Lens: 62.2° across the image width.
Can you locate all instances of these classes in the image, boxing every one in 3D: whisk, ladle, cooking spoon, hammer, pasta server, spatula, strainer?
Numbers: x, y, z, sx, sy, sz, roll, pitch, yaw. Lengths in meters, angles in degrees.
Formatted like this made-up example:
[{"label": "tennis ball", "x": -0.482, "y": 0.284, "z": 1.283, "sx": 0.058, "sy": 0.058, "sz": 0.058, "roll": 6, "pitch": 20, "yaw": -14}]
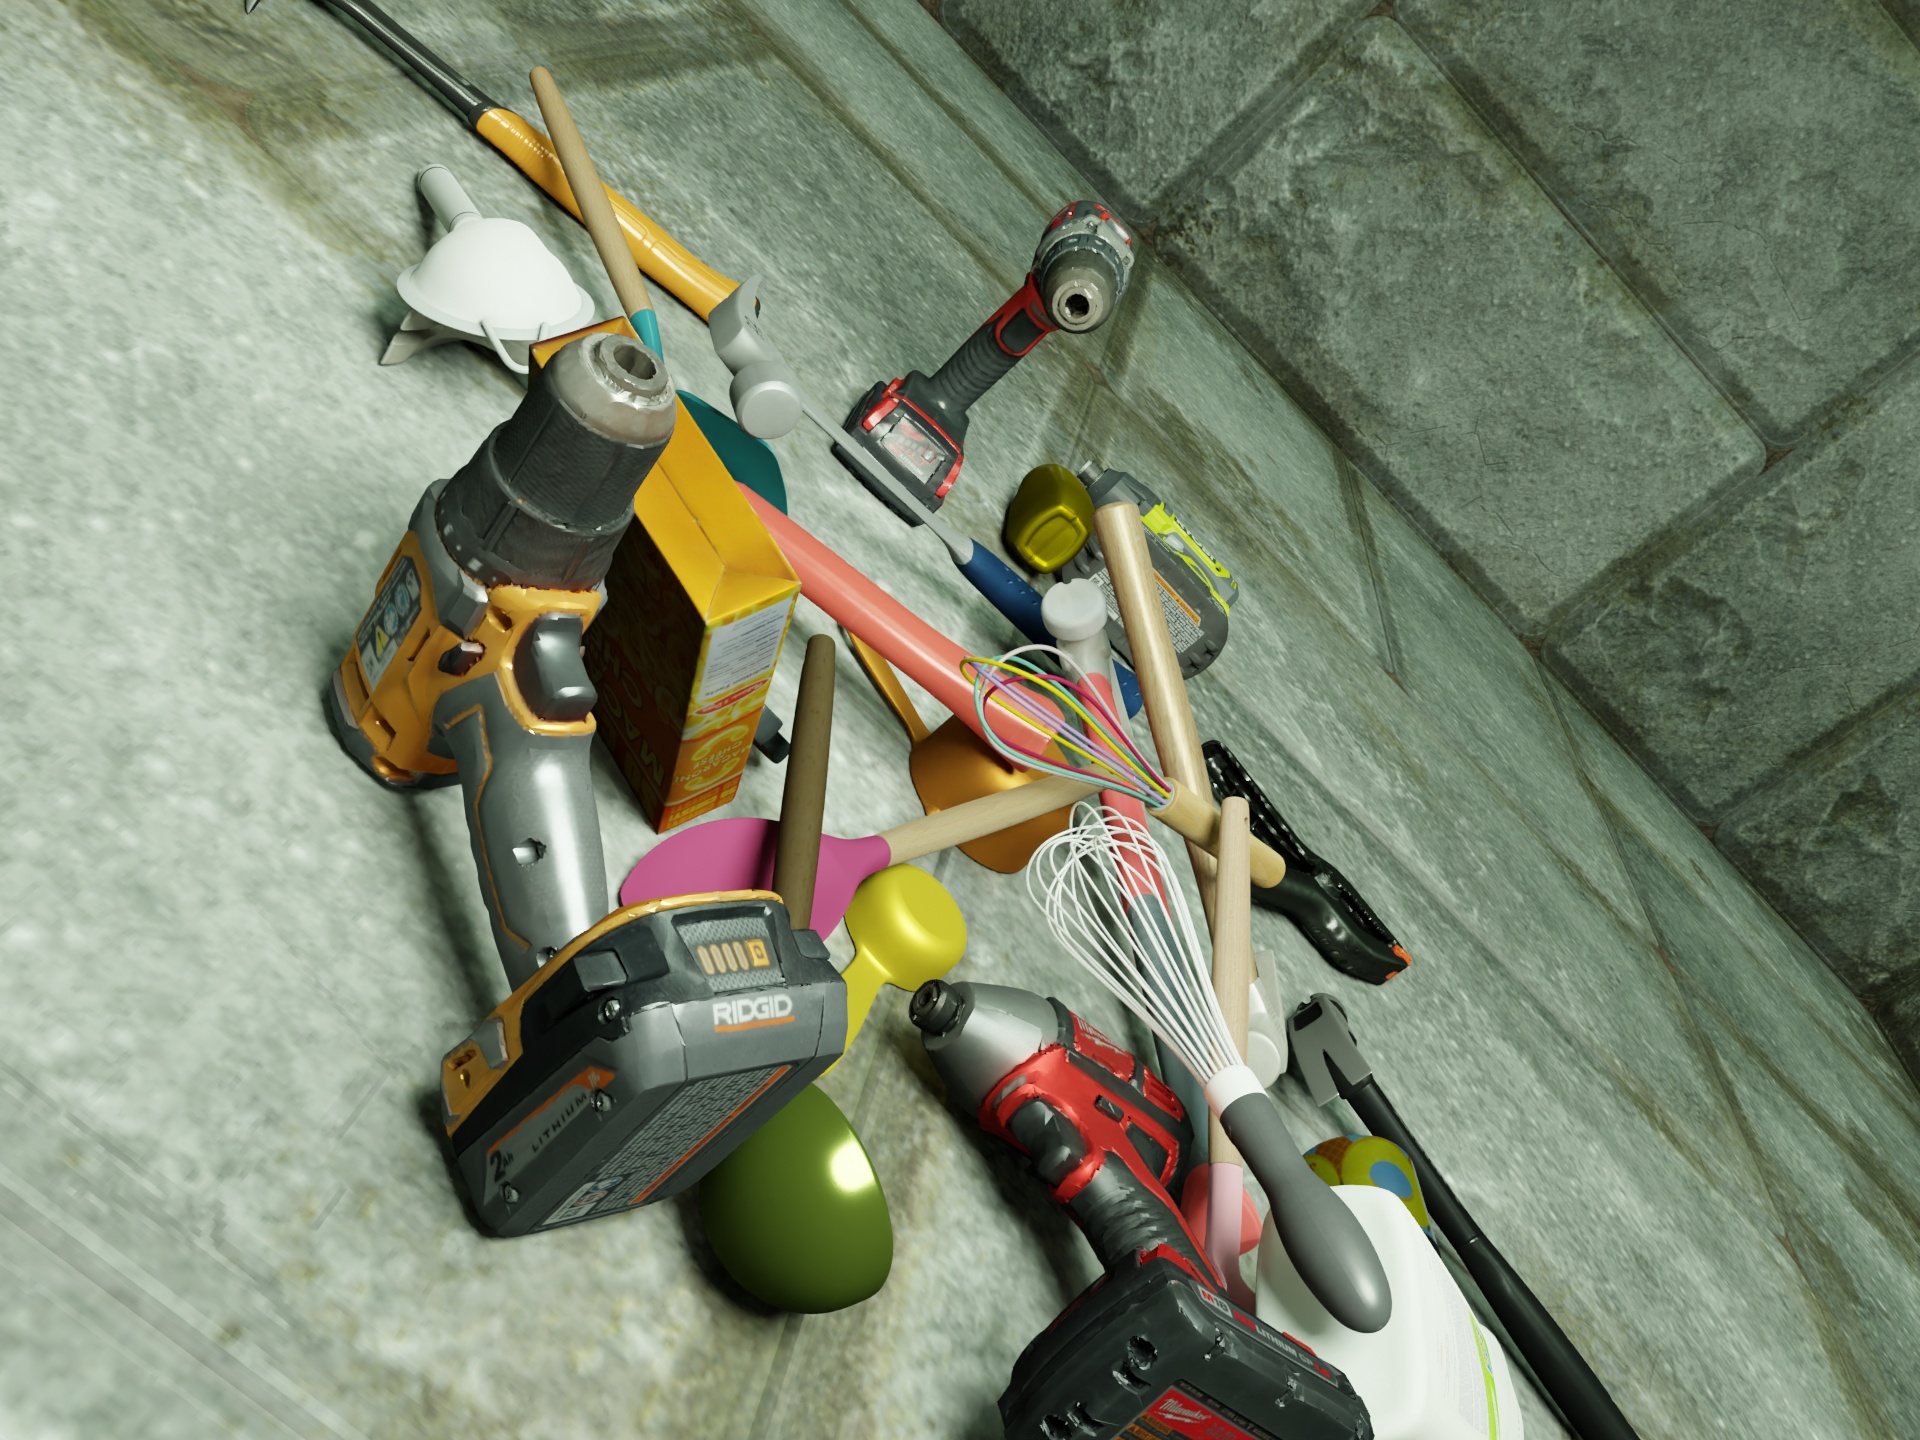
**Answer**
[{"label": "whisk", "x": 0.087, "y": 0.029, "z": 0.777, "sx": 0.244, "sy": 0.047, "sz": 0.051, "roll": 34, "pitch": 43, "yaw": -36}, {"label": "ladle", "x": -0.052, "y": 0.071, "z": 0.606, "sx": 0.062, "sy": 0.078, "sz": 0.320, "roll": 12, "pitch": 39, "yaw": -10}, {"label": "cooking spoon", "x": -0.019, "y": 0.053, "z": 0.710, "sx": 0.319, "sy": 0.017, "sz": 0.069, "roll": -15, "pitch": 64, "yaw": -49}, {"label": "hammer", "x": -0.007, "y": -0.113, "z": 0.958, "sx": 0.405, "sy": 0.035, "sz": 0.144, "roll": 39, "pitch": 20, "yaw": -43}, {"label": "hammer", "x": -0.102, "y": -0.093, "z": 0.778, "sx": 0.359, "sy": 0.036, "sz": 0.149, "roll": 38, "pitch": 24, "yaw": -1}, {"label": "whisk", "x": 0.102, "y": 0.137, "z": 0.678, "sx": 0.070, "sy": 0.070, "sz": 0.285, "roll": 28, "pitch": 21, "yaw": -38}, {"label": "hammer", "x": 0.294, "y": 0.304, "z": 0.891, "sx": 0.335, "sy": 0.035, "sz": 0.146, "roll": 55, "pitch": 9, "yaw": 8}, {"label": "pasta server", "x": 0.126, "y": 0.172, "z": 0.708, "sx": 0.060, "sy": 0.040, "sz": 0.316, "roll": 46, "pitch": 42, "yaw": -44}, {"label": "hammer", "x": 0.101, "y": 0.104, "z": 0.859, "sx": 0.143, "sy": 0.038, "sz": 0.387, "roll": 70, "pitch": 9, "yaw": -49}, {"label": "spatula", "x": -0.178, "y": -0.251, "z": 0.899, "sx": 0.082, "sy": 0.044, "sz": 0.318, "roll": 94, "pitch": -28, "yaw": -71}, {"label": "hammer", "x": 0.130, "y": 0.037, "z": 0.902, "sx": 0.130, "sy": 0.031, "sz": 0.331, "roll": 13, "pitch": 61, "yaw": -75}, {"label": "hammer", "x": -0.258, "y": -0.341, "z": 0.953, "sx": 0.336, "sy": 0.034, "sz": 0.127, "roll": 36, "pitch": 26, "yaw": -26}, {"label": "strainer", "x": -0.237, "y": -0.236, "z": 0.770, "sx": 0.086, "sy": 0.050, "sz": 0.259, "roll": -4, "pitch": 32, "yaw": -27}]

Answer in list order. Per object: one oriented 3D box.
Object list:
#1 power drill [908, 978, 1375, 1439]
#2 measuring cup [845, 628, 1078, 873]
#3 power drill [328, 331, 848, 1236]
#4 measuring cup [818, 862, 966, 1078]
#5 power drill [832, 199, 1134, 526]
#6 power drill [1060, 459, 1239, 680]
[{"label": "power drill", "x": 0.051, "y": 0.185, "z": 0.598, "sx": 0.143, "sy": 0.078, "sz": 0.220, "roll": 39, "pitch": 11, "yaw": -26}, {"label": "measuring cup", "x": -0.001, "y": -0.003, "z": 0.854, "sx": 0.174, "sy": 0.052, "sz": 0.095, "roll": 56, "pitch": 25, "yaw": 12}, {"label": "power drill", "x": -0.114, "y": 0.014, "z": 0.480, "sx": 0.084, "sy": 0.185, "sz": 0.226, "roll": 0, "pitch": 54, "yaw": -44}, {"label": "measuring cup", "x": -0.034, "y": 0.104, "z": 0.665, "sx": 0.062, "sy": 0.029, "sz": 0.156, "roll": 47, "pitch": 21, "yaw": -3}, {"label": "power drill", "x": 0.022, "y": -0.231, "z": 1.023, "sx": 0.080, "sy": 0.226, "sz": 0.188, "roll": 41, "pitch": 24, "yaw": -15}, {"label": "power drill", "x": 0.149, "y": -0.126, "z": 1.277, "sx": 0.171, "sy": 0.080, "sz": 0.223, "roll": 46, "pitch": 20, "yaw": -8}]
